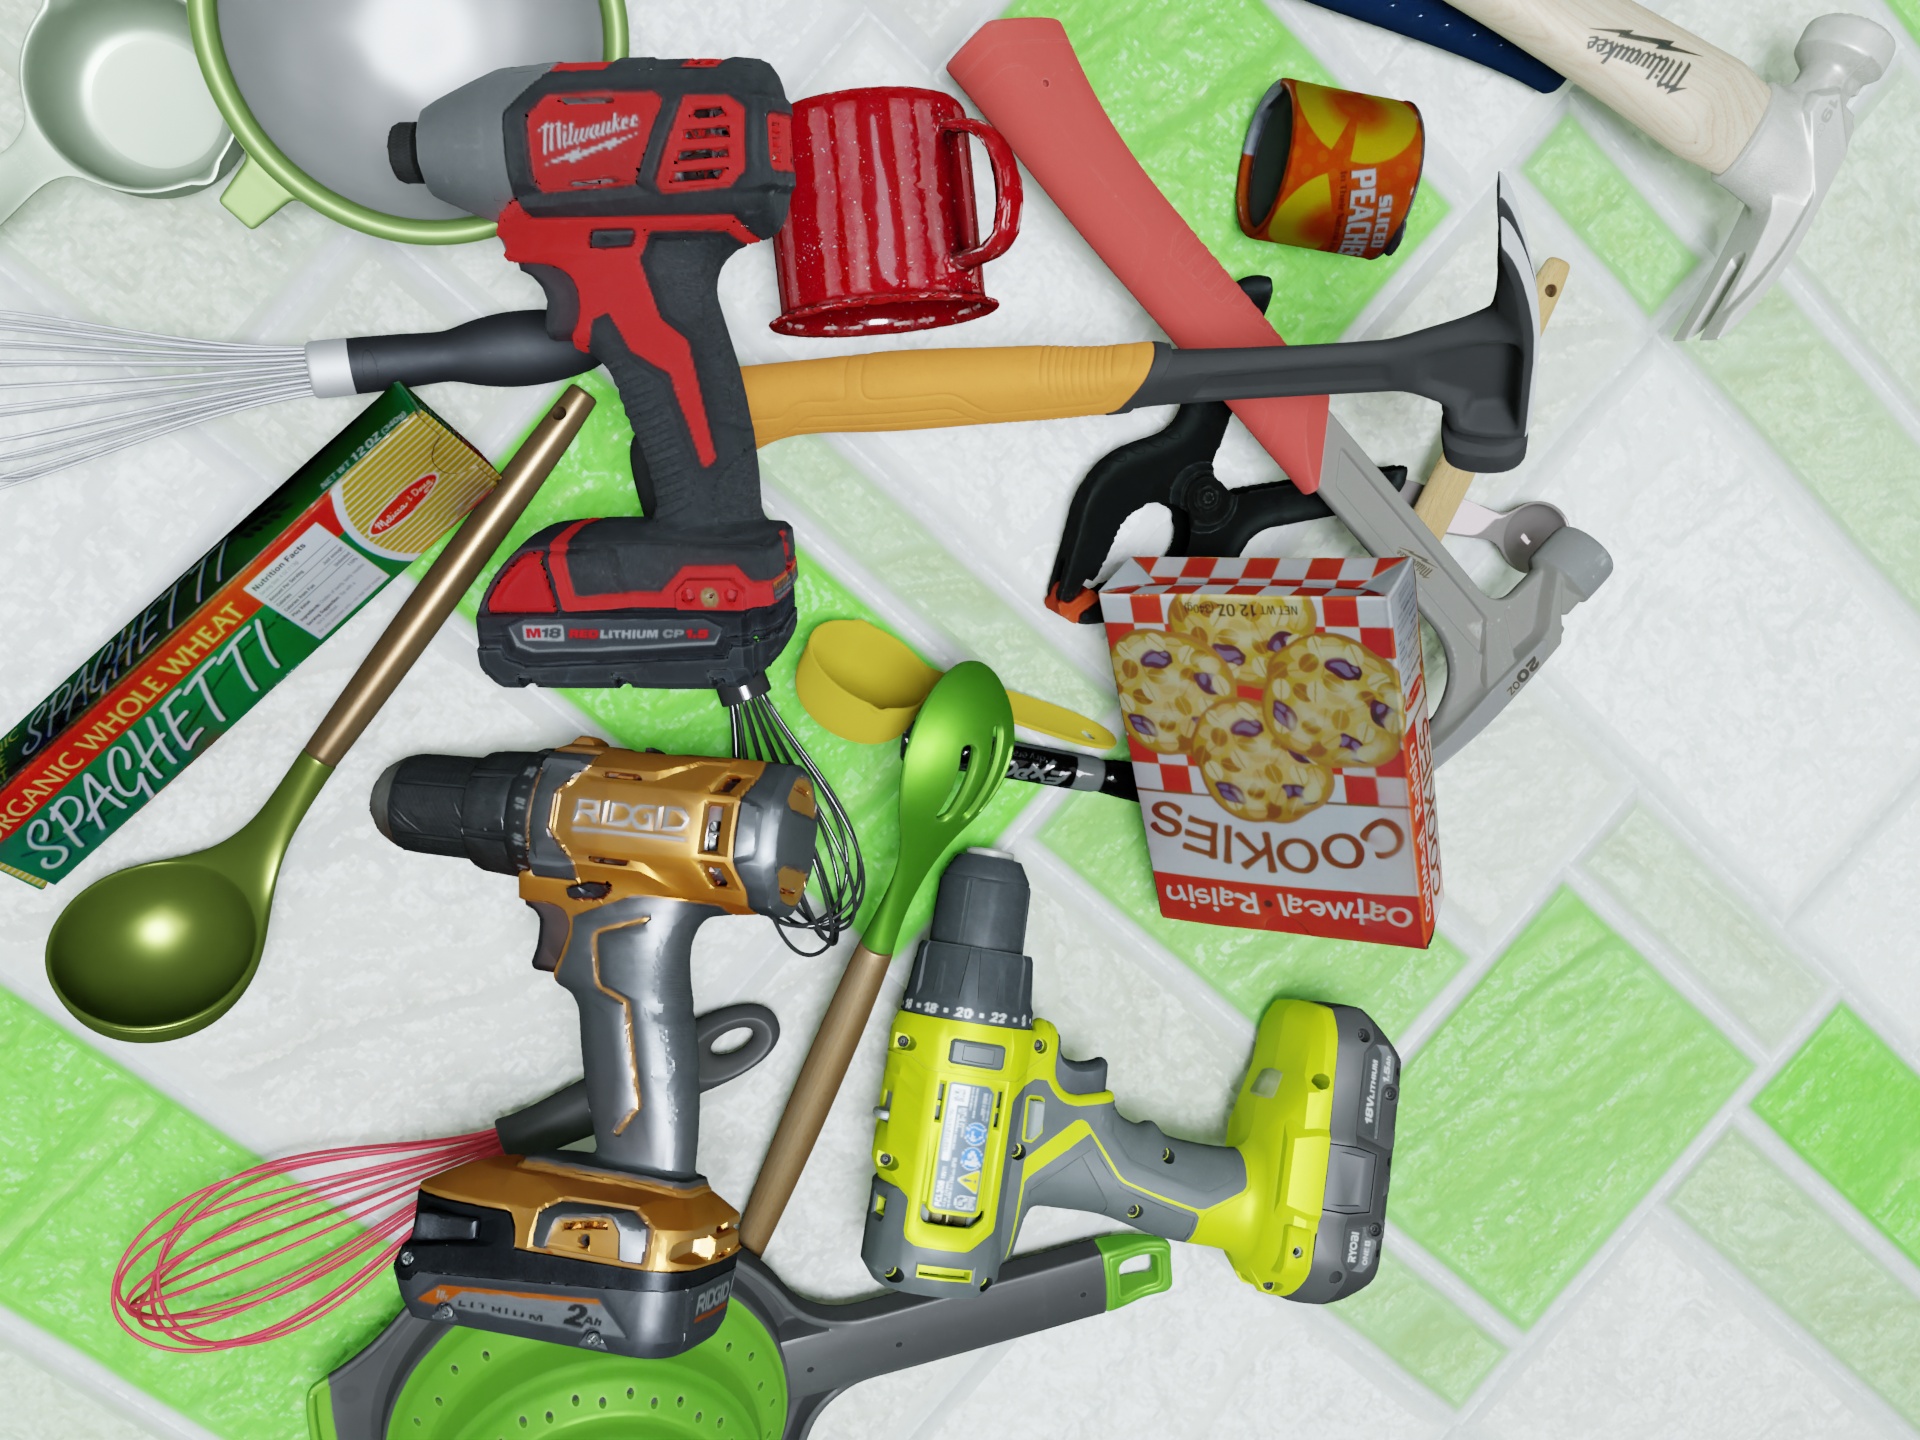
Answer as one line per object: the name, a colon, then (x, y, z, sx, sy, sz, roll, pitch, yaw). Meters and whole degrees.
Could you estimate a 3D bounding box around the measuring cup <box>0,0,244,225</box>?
measuring cup: (-0.342, -0.208, 0.599, 0.167, 0.038, 0.083, -38, 105, -1)

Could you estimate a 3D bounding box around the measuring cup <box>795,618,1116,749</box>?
measuring cup: (-0.001, -0.002, 0.704, 0.156, 0.062, 0.029, 16, 126, -26)

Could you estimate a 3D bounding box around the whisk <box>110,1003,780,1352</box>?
whisk: (-0.216, 0.191, 0.688, 0.296, 0.073, 0.073, -23, 104, -13)

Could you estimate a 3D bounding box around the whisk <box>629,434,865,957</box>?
whisk: (-0.095, -0.010, 0.680, 0.055, 0.055, 0.239, -20, 99, -7)

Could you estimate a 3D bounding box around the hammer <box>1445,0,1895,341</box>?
hammer: (0.191, -0.310, 0.651, 0.410, 0.038, 0.146, 25, 95, -14)

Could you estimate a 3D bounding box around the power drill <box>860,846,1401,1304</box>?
power drill: (0.076, 0.167, 0.722, 0.228, 0.080, 0.190, 11, 81, -12)

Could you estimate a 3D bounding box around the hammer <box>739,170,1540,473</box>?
hammer: (0.042, -0.133, 0.606, 0.337, 0.127, 0.034, -1, 62, 17)

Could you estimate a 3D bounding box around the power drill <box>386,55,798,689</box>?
power drill: (-0.130, -0.127, 0.588, 0.143, 0.079, 0.219, 1, 108, 4)

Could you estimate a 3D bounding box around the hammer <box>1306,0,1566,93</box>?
hammer: (0.075, -0.335, 0.659, 0.405, 0.035, 0.144, 12, 97, -13)

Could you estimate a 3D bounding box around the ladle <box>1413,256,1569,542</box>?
ladle: (0.202, -0.063, 0.729, 0.069, 0.031, 0.315, 24, 97, -8)

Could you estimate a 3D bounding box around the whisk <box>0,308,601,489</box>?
whisk: (-0.278, -0.132, 0.618, 0.284, 0.070, 0.070, -9, 102, -14)

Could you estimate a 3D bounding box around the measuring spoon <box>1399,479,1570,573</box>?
measuring spoon: (0.225, -0.098, 0.746, 0.124, 0.018, 0.034, 14, 100, -6)

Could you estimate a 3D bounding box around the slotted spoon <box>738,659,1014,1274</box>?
slotted spoon: (-0.044, 0.119, 0.693, 0.070, 0.031, 0.313, -4, 123, -55)

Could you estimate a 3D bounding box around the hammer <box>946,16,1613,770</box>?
hammer: (0.119, -0.136, 0.666, 0.149, 0.037, 0.359, -45, 104, -4)

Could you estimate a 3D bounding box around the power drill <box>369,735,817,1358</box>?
power drill: (-0.162, 0.118, 0.634, 0.185, 0.084, 0.226, 5, 81, 12)

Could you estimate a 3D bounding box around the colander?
colander: (-0.078, 0.310, 0.703, 0.397, 0.095, 0.204, -11, 112, -13)

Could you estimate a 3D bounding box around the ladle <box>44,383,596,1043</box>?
ladle: (-0.250, -0.008, 0.644, 0.078, 0.062, 0.320, 35, 89, 10)

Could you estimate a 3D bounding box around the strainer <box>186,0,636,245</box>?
strainer: (-0.205, -0.308, 0.577, 0.151, 0.069, 0.256, -7, 113, -16)
